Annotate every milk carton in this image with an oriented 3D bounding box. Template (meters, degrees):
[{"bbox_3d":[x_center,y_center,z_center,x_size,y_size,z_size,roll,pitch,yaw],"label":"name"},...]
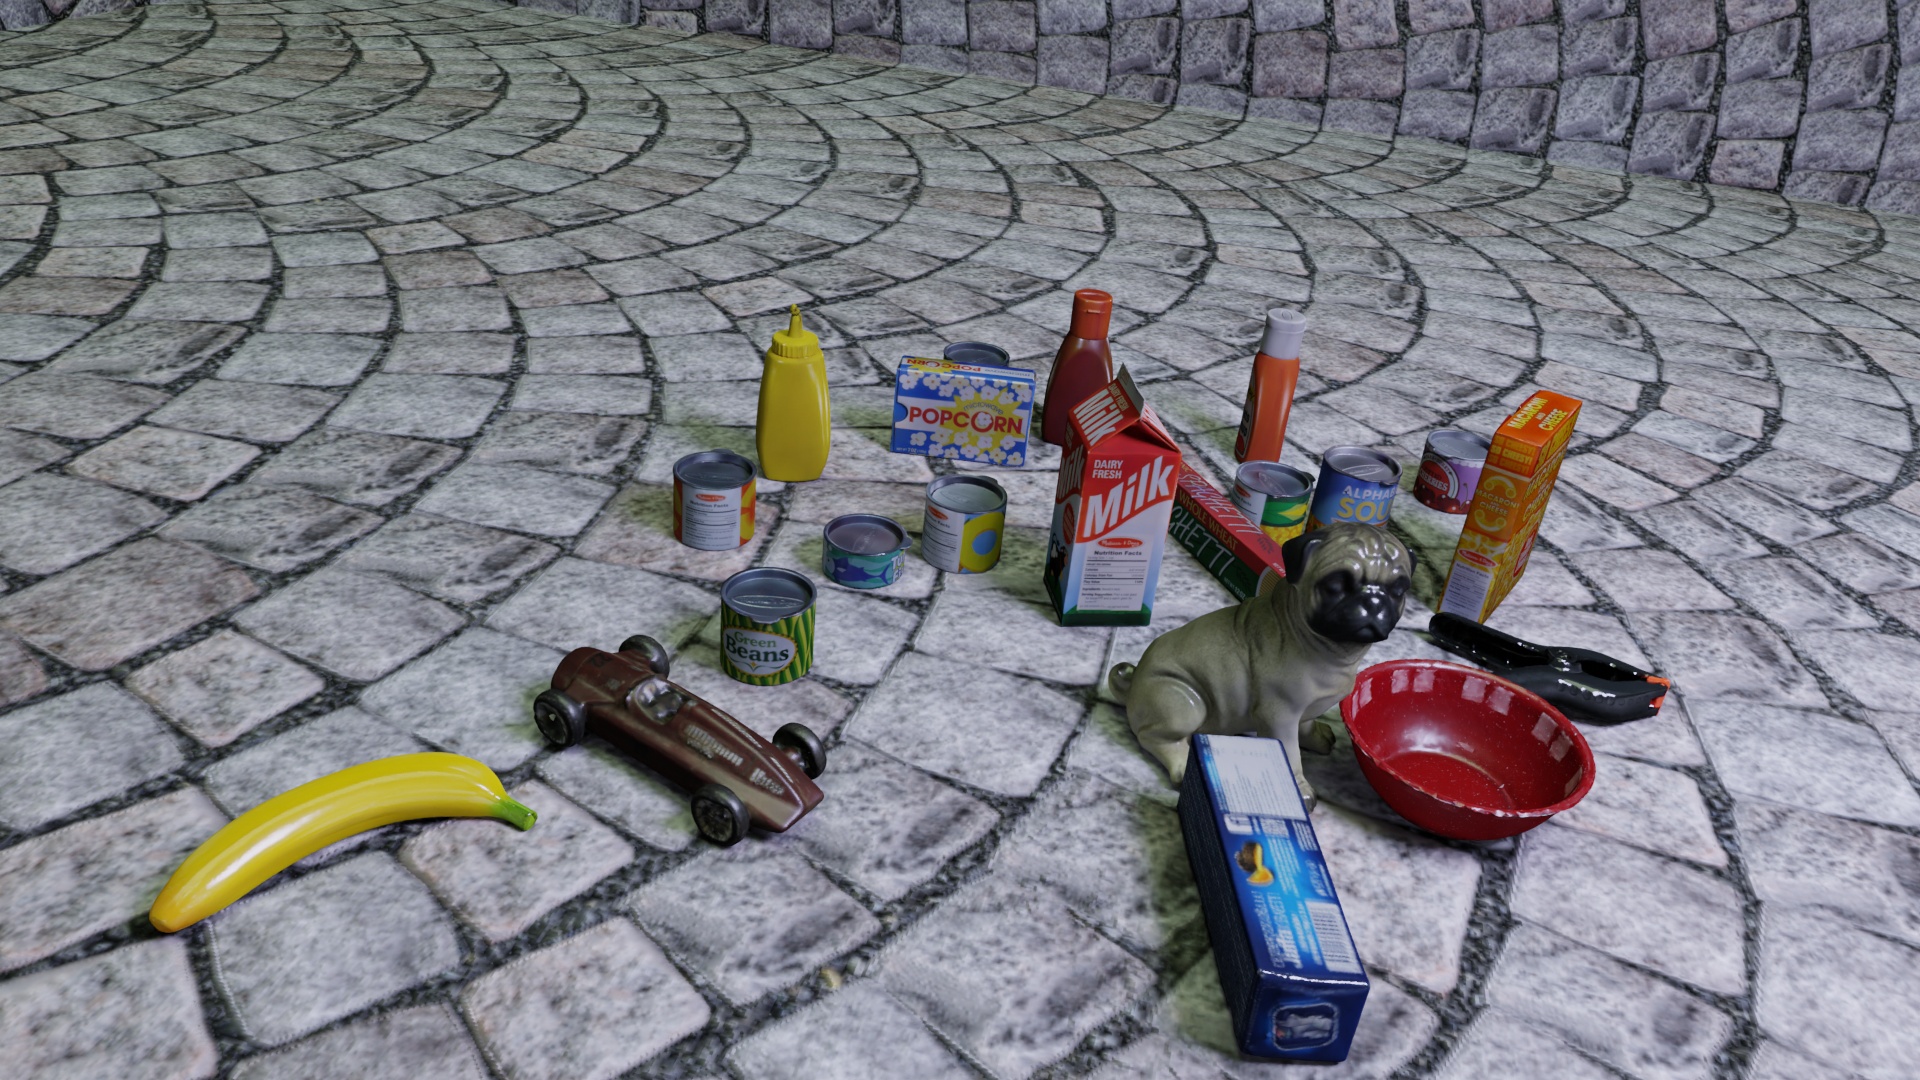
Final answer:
[{"bbox_3d":[0.115,-0.033,1.045,0.073,0.189,0.072,1,30,-10],"label":"milk carton"}]

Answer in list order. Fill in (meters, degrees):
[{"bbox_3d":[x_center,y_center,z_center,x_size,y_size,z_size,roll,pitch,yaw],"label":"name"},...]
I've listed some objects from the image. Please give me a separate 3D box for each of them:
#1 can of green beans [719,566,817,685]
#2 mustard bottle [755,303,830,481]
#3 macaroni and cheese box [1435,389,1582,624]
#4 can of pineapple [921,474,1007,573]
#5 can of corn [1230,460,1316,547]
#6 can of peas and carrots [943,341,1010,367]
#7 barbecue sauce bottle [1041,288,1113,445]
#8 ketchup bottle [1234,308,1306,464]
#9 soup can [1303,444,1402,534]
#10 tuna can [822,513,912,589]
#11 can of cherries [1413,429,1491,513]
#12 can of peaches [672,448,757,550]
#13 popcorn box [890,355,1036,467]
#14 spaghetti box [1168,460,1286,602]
[{"bbox_3d":[-0.134,0.060,0.966,0.071,0.057,0.071,5,29,-3],"label":"can of green beans"},{"bbox_3d":[-0.142,-0.129,1.193,0.065,0.159,0.049,1,30,-10],"label":"mustard bottle"},{"bbox_3d":[0.442,-0.026,1.122,0.040,0.165,0.124,24,34,28],"label":"macaroni and cheese box"},{"bbox_3d":[0.004,-0.014,1.123,0.071,0.057,0.071,5,29,-3],"label":"can of pineapple"},{"bbox_3d":[0.268,-0.029,1.201,0.071,0.058,0.071,5,29,-3],"label":"can of corn"},{"bbox_3d":[0.015,-0.158,1.378,0.071,0.058,0.071,5,29,-3],"label":"can of peas and carrots"},{"bbox_3d":[0.116,-0.162,1.314,0.065,0.147,0.044,6,29,-1],"label":"barbecue sauce bottle"},{"bbox_3d":[0.295,-0.144,1.319,0.043,0.148,0.065,7,29,2],"label":"ketchup bottle"},{"bbox_3d":[0.337,-0.029,1.190,0.071,0.083,0.072,5,29,-3],"label":"soup can"},{"bbox_3d":[-0.073,0.009,1.093,0.071,0.032,0.071,5,29,-3],"label":"tuna can"},{"bbox_3d":[0.462,-0.064,1.302,0.071,0.058,0.072,5,29,-3],"label":"can of cherries"},{"bbox_3d":[-0.197,-0.033,1.116,0.071,0.057,0.071,5,29,-3],"label":"can of peaches"},{"bbox_3d":[0.003,-0.119,1.280,0.127,0.084,0.038,7,29,0],"label":"popcorn box"},{"bbox_3d":[0.218,0.000,1.148,0.029,0.050,0.251,-7,32,-22],"label":"spaghetti box"}]
